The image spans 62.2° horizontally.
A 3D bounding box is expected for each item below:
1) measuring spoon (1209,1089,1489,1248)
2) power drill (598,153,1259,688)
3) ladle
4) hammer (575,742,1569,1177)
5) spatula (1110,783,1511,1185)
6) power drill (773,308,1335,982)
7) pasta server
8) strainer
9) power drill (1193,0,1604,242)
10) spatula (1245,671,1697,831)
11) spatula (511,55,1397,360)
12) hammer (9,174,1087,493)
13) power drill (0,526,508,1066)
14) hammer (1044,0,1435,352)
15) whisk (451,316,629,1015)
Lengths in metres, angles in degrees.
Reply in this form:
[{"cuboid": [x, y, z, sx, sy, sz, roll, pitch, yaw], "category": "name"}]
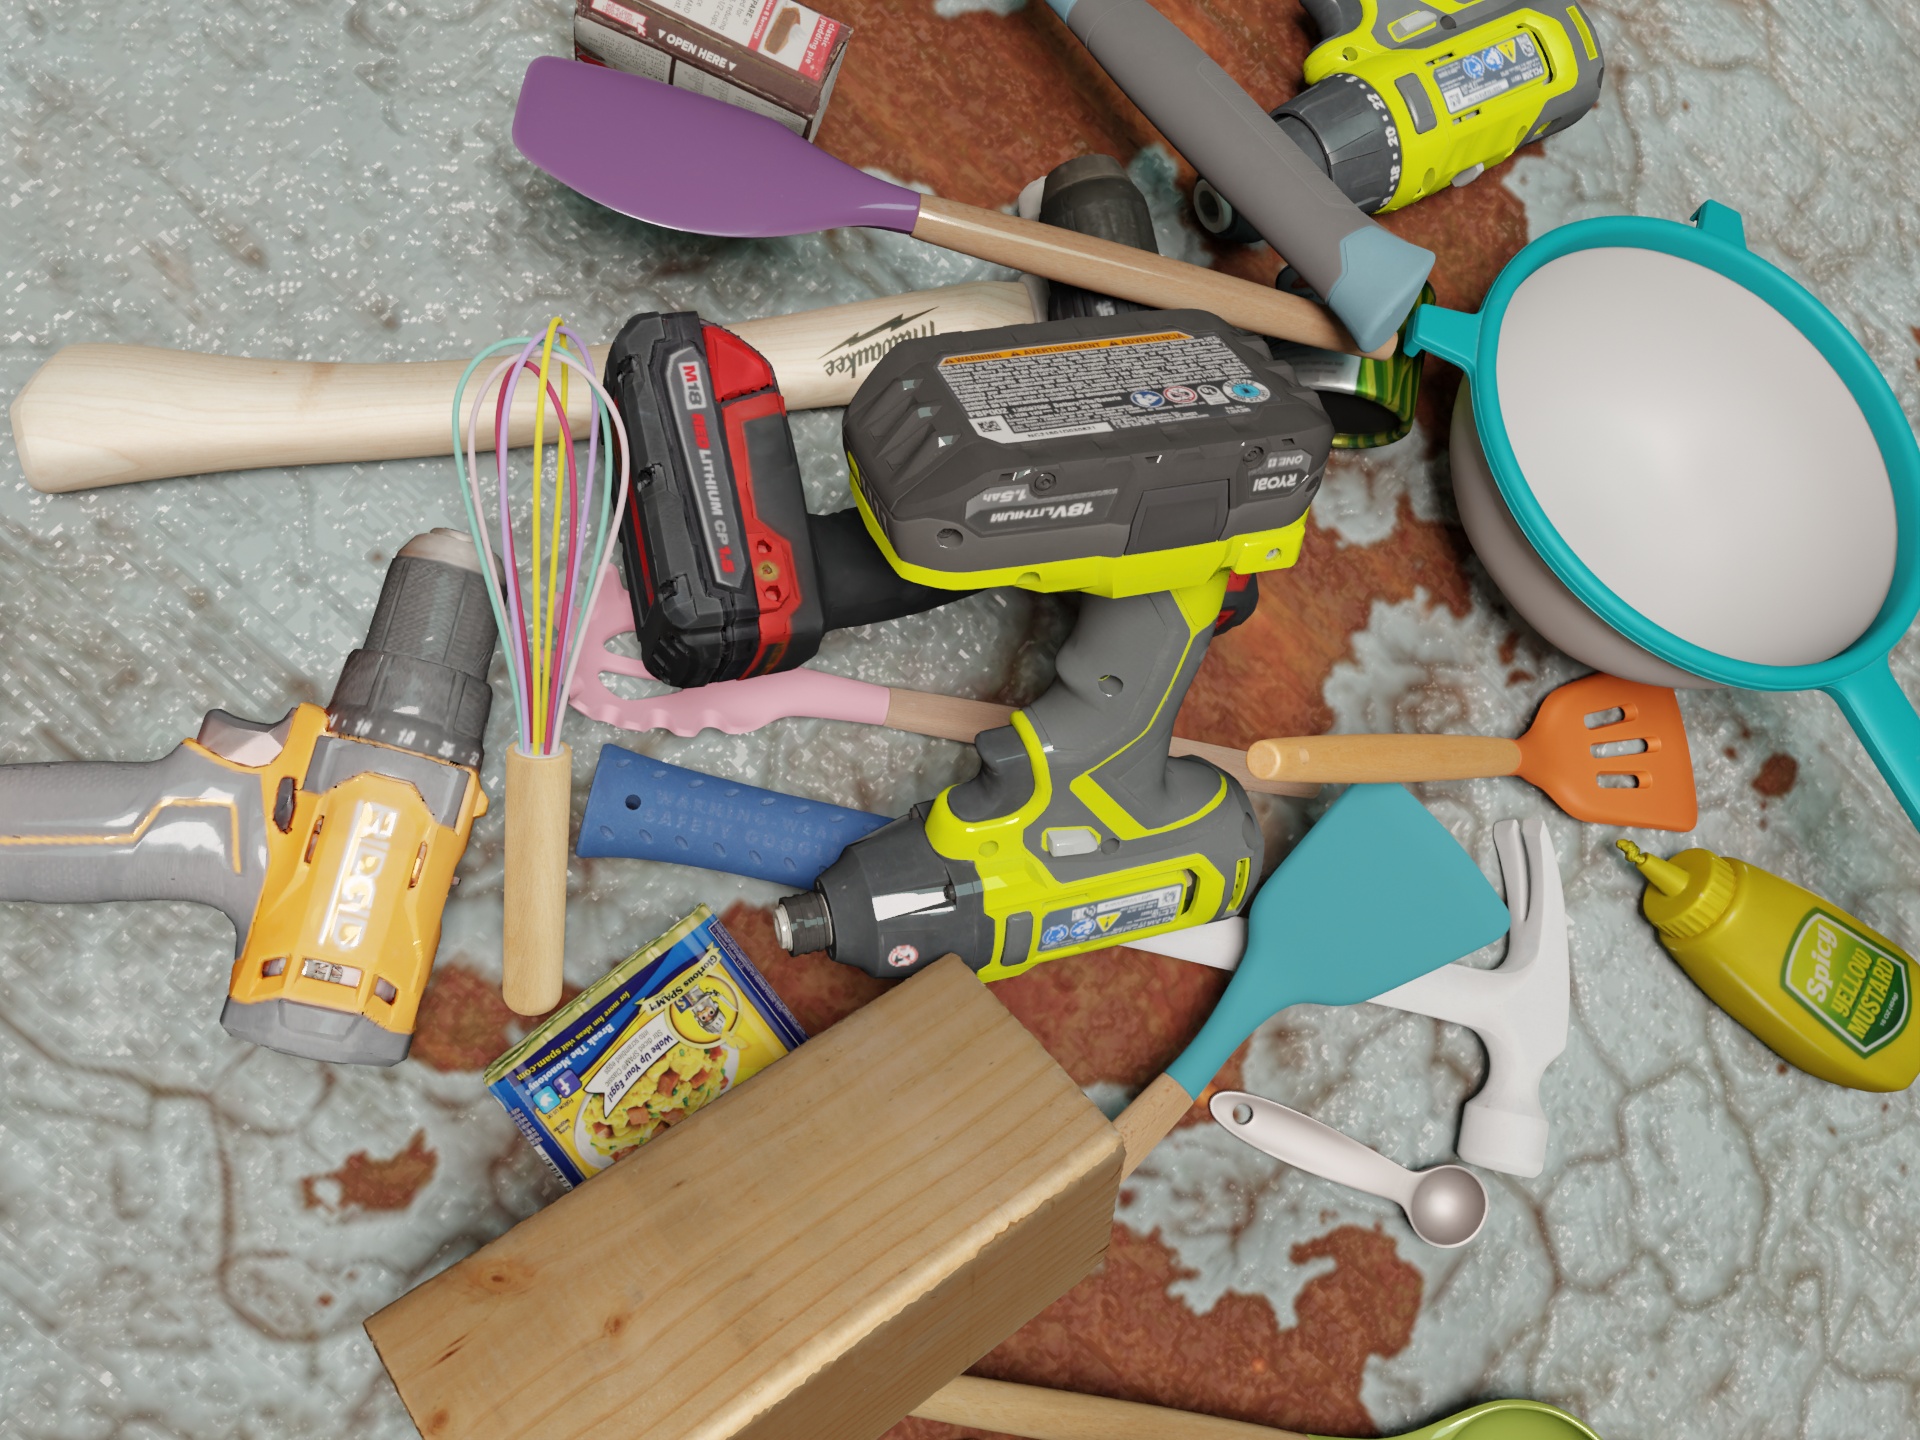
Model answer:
[{"cuboid": [0.156, 0.178, 0.647, 0.124, 0.018, 0.034, 25, 89, -3], "category": "measuring spoon"}, {"cuboid": [-0.010, -0.109, 0.570, 0.226, 0.080, 0.188, -9, 81, -18], "category": "power drill"}, {"cuboid": [0.110, 0.269, 0.579, 0.320, 0.062, 0.078, 18, 83, -20], "category": "ladle"}, {"cuboid": [0.058, 0.070, 0.622, 0.405, 0.035, 0.144, 14, 80, -12], "category": "hammer"}, {"cuboid": [0.064, 0.152, 0.576, 0.317, 0.044, 0.082, -44, 99, -10], "category": "spatula"}, {"cuboid": [0.025, -0.007, 0.505, 0.171, 0.223, 0.080, -10, 42, -17], "category": "power drill"}, {"cuboid": [-0.001, -0.002, 0.614, 0.316, 0.040, 0.060, 10, 77, -14], "category": "pasta server"}, {"cuboid": [0.313, -0.041, 0.651, 0.211, 0.095, 0.340, -24, 79, -25], "category": "strainer"}, {"cuboid": [0.148, -0.324, 0.672, 0.190, 0.080, 0.228, -27, 93, -16], "category": "power drill"}, {"cuboid": [0.205, 0.012, 0.604, 0.322, 0.041, 0.081, 1, 78, -49], "category": "spatula"}, {"cuboid": [0.009, -0.165, 0.545, 0.315, 0.018, 0.060, 10, 64, -15], "category": "spatula"}, {"cuboid": [-0.123, -0.117, 0.598, 0.410, 0.038, 0.146, -10, 87, -15], "category": "hammer"}, {"cuboid": [-0.270, 0.002, 0.526, 0.226, 0.084, 0.185, 16, 79, -16], "category": "power drill"}, {"cuboid": [0.061, -0.263, 0.603, 0.128, 0.033, 0.331, -31, 70, -19], "category": "hammer"}, {"cuboid": [-0.141, -0.009, 0.528, 0.051, 0.047, 0.245, -7, 115, -33], "category": "whisk"}]
